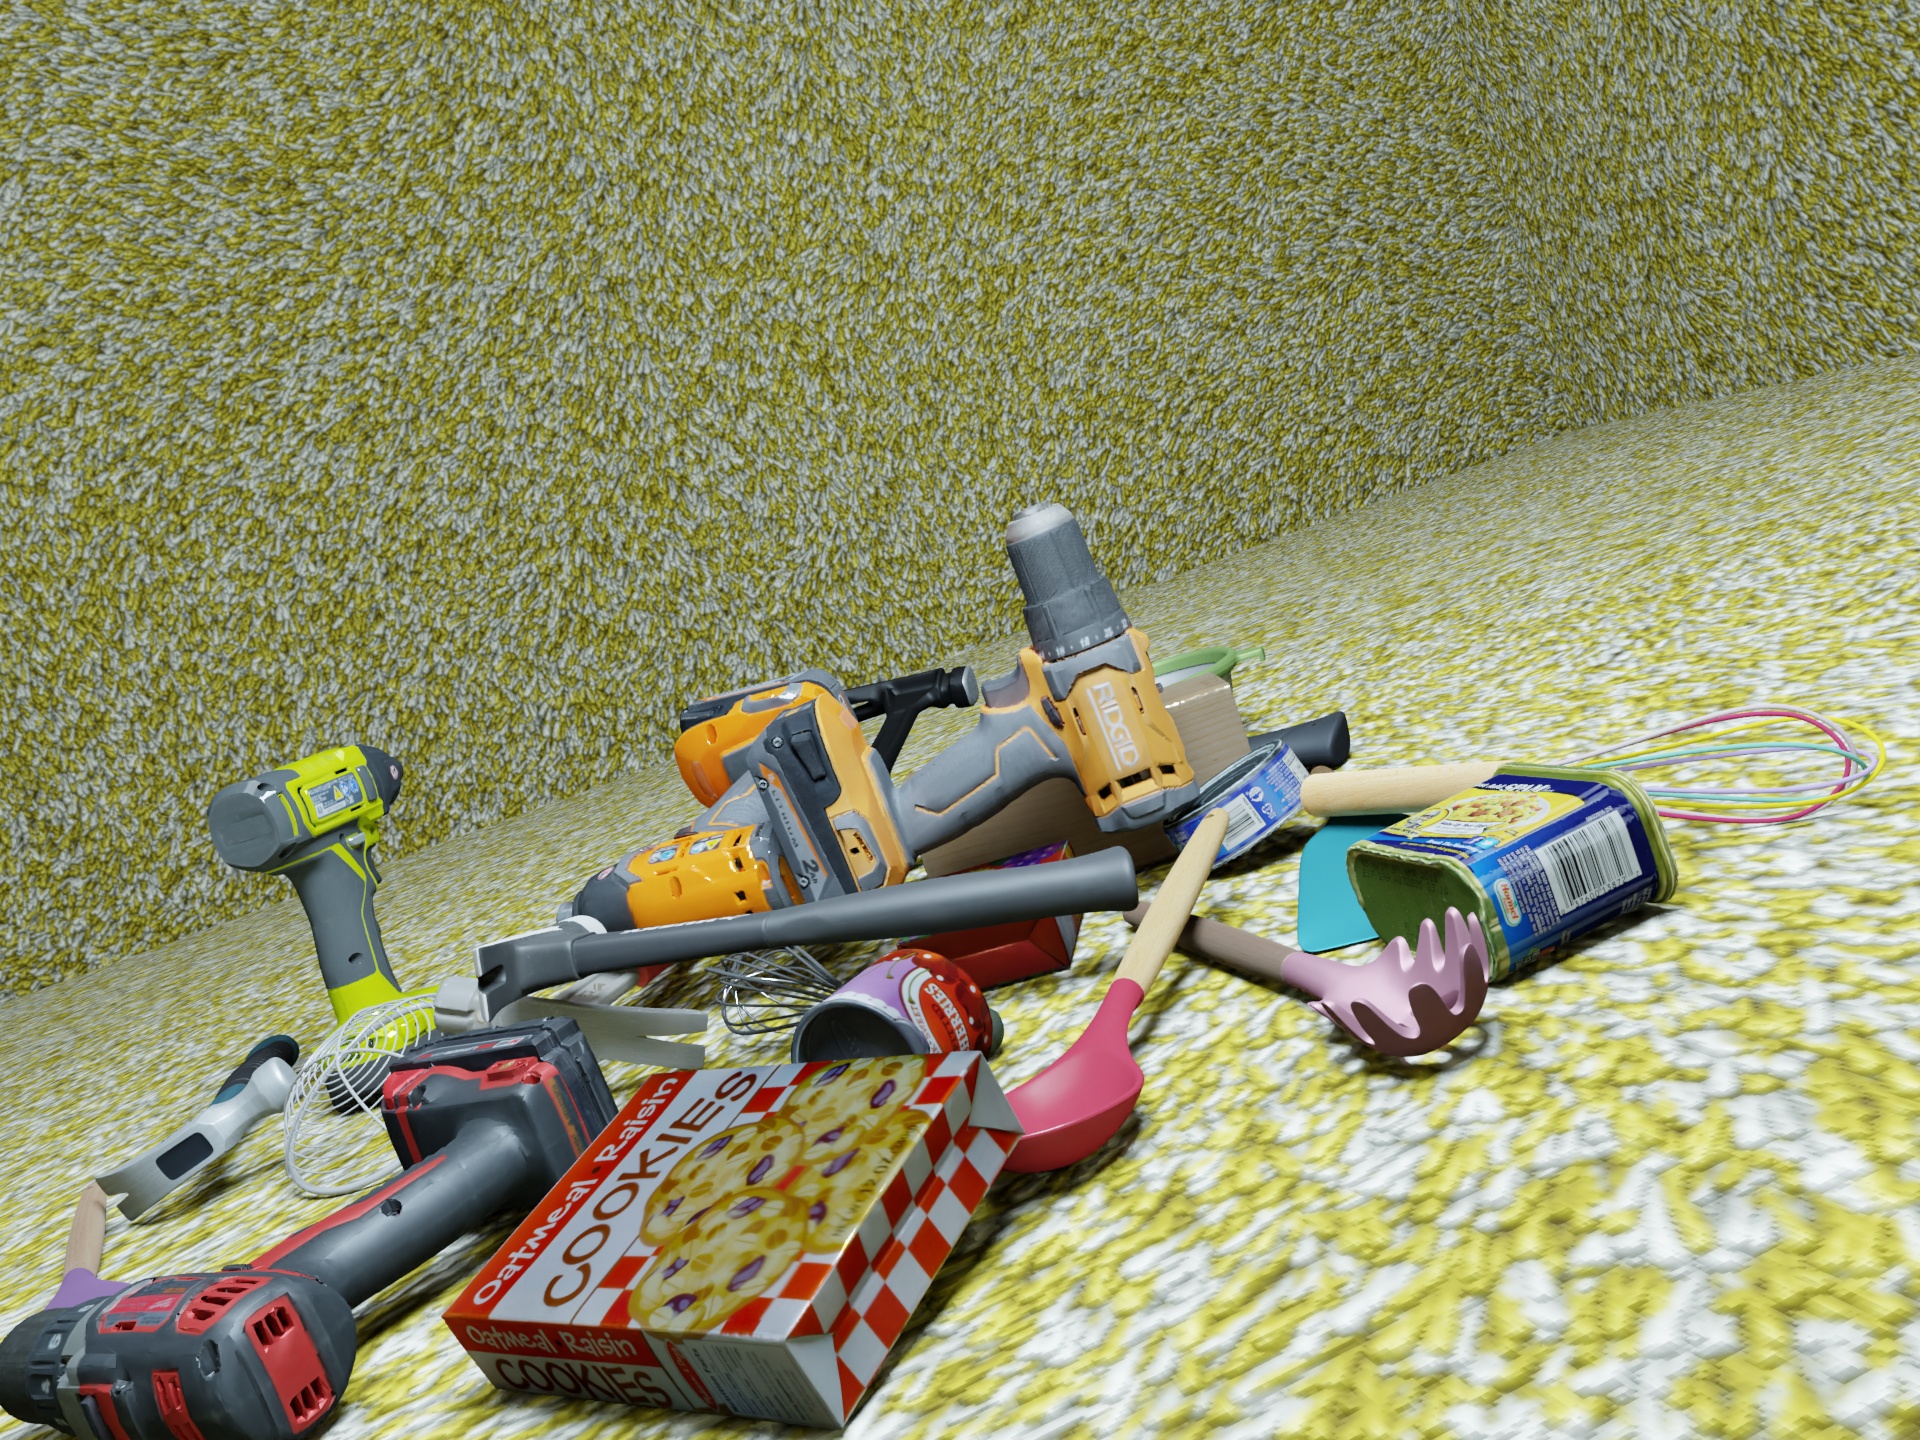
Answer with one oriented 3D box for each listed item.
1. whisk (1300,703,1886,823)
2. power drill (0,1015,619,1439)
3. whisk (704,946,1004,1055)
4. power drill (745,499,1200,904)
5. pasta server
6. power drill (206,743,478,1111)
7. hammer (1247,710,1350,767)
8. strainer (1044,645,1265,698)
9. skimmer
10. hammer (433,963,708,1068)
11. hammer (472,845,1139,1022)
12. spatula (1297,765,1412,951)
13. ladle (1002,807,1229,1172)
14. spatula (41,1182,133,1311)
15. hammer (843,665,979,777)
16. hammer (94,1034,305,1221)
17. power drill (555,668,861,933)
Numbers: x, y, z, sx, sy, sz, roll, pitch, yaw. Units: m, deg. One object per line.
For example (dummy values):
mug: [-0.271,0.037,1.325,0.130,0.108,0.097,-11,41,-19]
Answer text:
whisk: [0.270,0.025,0.704,0.245,0.047,0.051,-6,-22,34]
power drill: [-0.269,0.217,0.664,0.188,0.080,0.227,-15,11,32]
whisk: [-0.059,0.142,0.802,0.057,0.059,0.246,31,-19,-32]
power drill: [-0.001,-0.003,0.882,0.226,0.185,0.084,-21,8,7]
pasta server: [0.128,0.096,0.681,0.060,0.040,0.316,-33,9,-12]
power drill: [-0.394,0.129,1.061,0.080,0.223,0.171,-17,7,14]
hammer: [0.063,0.059,1.083,0.409,0.036,0.149,-15,22,10]
strainer: [0.131,0.001,1.297,0.151,0.069,0.256,-24,7,-25]
skimmer: [-0.281,0.200,1.015,0.127,0.090,0.363,-16,-3,19]
hammer: [-0.195,0.153,1.020,0.149,0.037,0.359,6,4,4]
hammer: [-0.078,0.101,0.783,0.335,0.035,0.146,-9,-1,11]
spatula: [0.206,0.058,0.846,0.082,0.044,0.317,-18,2,10]
ladle: [0.076,0.103,0.681,0.069,0.031,0.315,-15,14,27]
spatula: [-0.466,0.290,0.847,0.060,0.018,0.316,-23,9,-25]
hammer: [-0.075,0.048,1.129,0.127,0.034,0.337,-11,22,16]
hammer: [-0.479,0.250,1.053,0.128,0.033,0.331,-37,7,-14]
power drill: [-0.156,0.062,1.013,0.164,0.084,0.227,-14,27,17]
